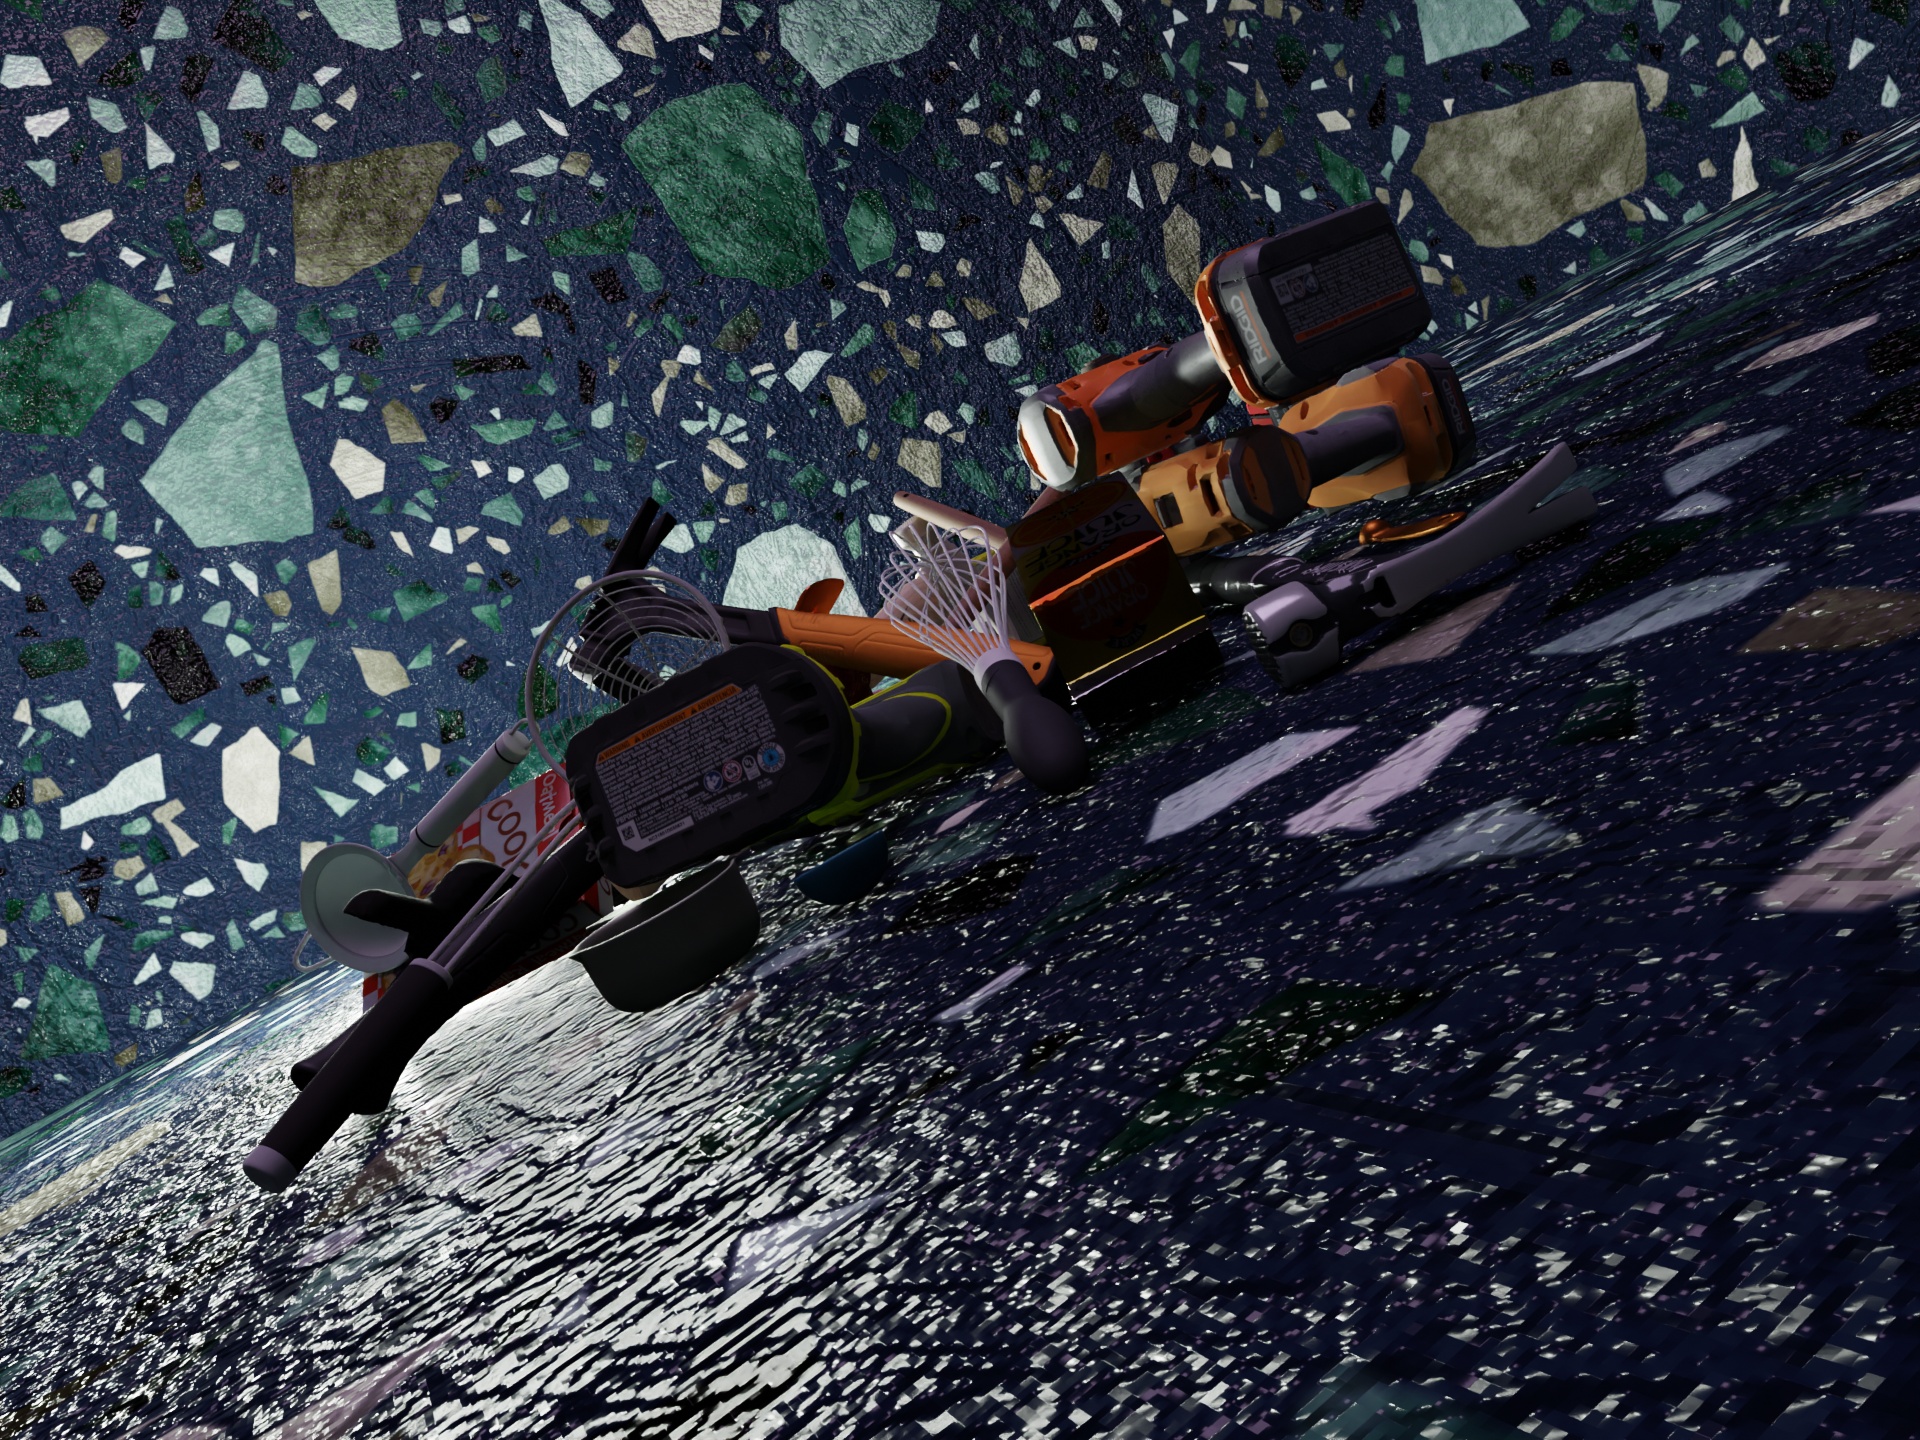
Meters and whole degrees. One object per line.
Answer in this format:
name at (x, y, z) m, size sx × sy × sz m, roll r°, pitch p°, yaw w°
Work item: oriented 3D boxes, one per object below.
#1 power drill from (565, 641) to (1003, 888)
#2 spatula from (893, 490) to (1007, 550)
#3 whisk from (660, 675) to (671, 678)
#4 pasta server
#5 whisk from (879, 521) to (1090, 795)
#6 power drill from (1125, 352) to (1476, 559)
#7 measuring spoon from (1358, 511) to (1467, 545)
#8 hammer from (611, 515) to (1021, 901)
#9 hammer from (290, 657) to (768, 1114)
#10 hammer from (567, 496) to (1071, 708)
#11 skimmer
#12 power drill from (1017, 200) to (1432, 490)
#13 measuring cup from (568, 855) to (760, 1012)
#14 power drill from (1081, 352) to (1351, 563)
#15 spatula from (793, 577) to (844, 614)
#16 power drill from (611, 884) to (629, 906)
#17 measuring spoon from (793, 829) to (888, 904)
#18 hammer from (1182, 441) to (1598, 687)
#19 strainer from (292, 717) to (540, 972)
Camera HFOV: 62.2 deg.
power drill at (-0.089, 0.025, 0.795) m, size 0.171 × 0.080 × 0.223 m, roll -26°, pitch -9°, yaw 17°
spatula at (0.044, -0.123, 1.155) m, size 0.060 × 0.018 × 0.316 m, roll -39°, pitch 40°, yaw -18°
whisk at (-0.143, -0.002, 1.200) m, size 0.246 × 0.059 × 0.057 m, roll 3°, pitch -51°, yaw -44°
pasta server at (-0.002, -0.079, 1.120) m, size 0.316 × 0.040 × 0.060 m, roll -53°, pitch 26°, yaw -5°
whisk at (0.010, -0.032, 0.748) m, size 0.070 × 0.070 × 0.285 m, roll -28°, pitch 27°, yaw 0°
power drill at (0.185, -0.151, 0.989) m, size 0.226 × 0.084 × 0.185 m, roll -23°, pitch 6°, yaw -34°
measuring spoon at (0.236, -0.104, 0.835) m, size 0.021 × 0.011 × 0.117 m, roll -29°, pitch 6°, yaw -5°
hammer at (-0.101, 0.001, 1.172) m, size 0.038 × 0.146 × 0.411 m, roll -23°, pitch 17°, yaw 50°
hammer at (-0.231, 0.091, 0.874) m, size 0.035 × 0.146 × 0.335 m, roll -33°, pitch 9°, yaw 42°
hammer at (-0.083, -0.057, 0.958) m, size 0.337 × 0.034 × 0.127 m, roll 11°, pitch 71°, yaw 28°
skimmer at (-0.235, 0.064, 0.795) m, size 0.127 × 0.090 × 0.363 m, roll 15°, pitch 46°, yaw 18°
power drill at (0.152, -0.207, 0.901) m, size 0.164 × 0.084 × 0.226 m, roll -28°, pitch 5°, yaw -30°
measuring cup at (-0.139, 0.100, 0.713) m, size 0.083 × 0.038 × 0.167 m, roll -31°, pitch 4°, yaw -25°
power drill at (0.202, -0.229, 1.265) m, size 0.080 × 0.188 × 0.227 m, roll -34°, pitch 12°, yaw -38°
spatula at (-0.211, -0.001, 1.250) m, size 0.322 × 0.041 × 0.081 m, roll -36°, pitch -3°, yaw 17°
power drill at (-0.275, 0.100, 1.191) m, size 0.219 × 0.078 × 0.143 m, roll -27°, pitch 5°, yaw 47°
measuring spoon at (-0.046, 0.067, 0.695) m, size 0.042 × 0.021 × 0.128 m, roll -29°, pitch -3°, yaw -3°
hammer at (0.168, -0.075, 0.793) m, size 0.149 × 0.036 × 0.409 m, roll -27°, pitch 5°, yaw -1°
strainer at (-0.326, 0.076, 0.966) m, size 0.258 × 0.087 × 0.050 m, roll -40°, pitch 2°, yaw 28°
